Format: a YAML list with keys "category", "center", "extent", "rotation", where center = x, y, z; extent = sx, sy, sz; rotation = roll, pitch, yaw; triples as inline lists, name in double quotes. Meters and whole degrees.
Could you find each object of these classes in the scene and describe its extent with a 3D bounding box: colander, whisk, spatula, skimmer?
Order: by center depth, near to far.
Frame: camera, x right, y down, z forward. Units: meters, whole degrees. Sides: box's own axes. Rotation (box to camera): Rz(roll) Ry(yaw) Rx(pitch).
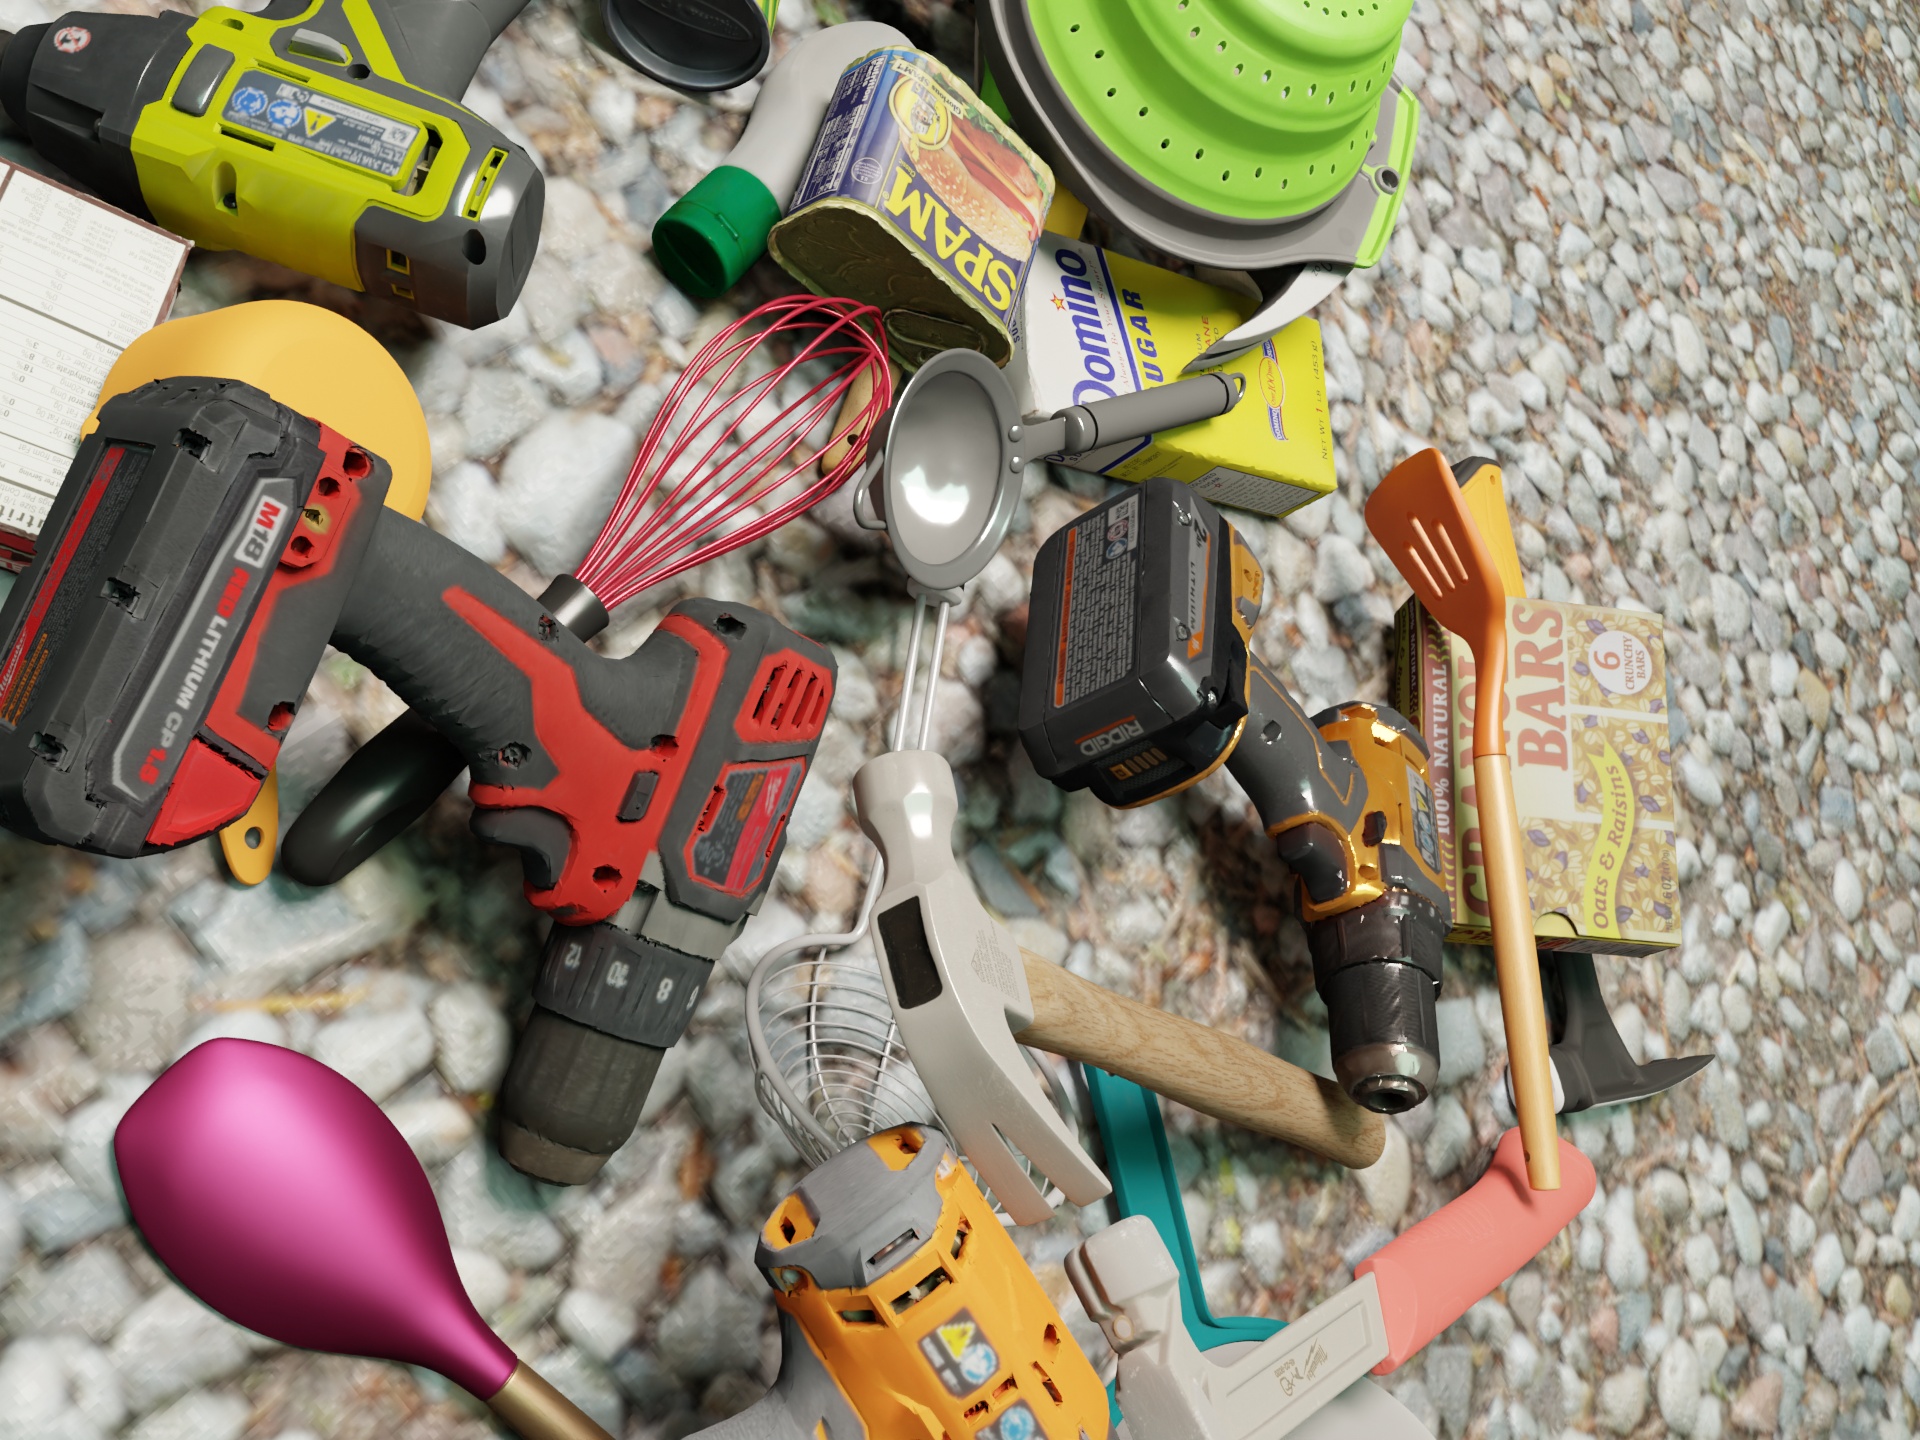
- category: "whisk"
  center: [-0.116, -0.054, 0.544]
  extent: [0.073, 0.073, 0.296]
  rotation: [47, 61, -13]
- category: "skimmer"
  center: [-0.001, -0.002, 0.585]
  extent: [0.127, 0.090, 0.363]
  rotation: [20, 65, -28]
- category: "colander"
  center: [0.045, -0.331, 0.626]
  extent: [0.397, 0.094, 0.205]
  rotation: [26, 67, -17]
- category: "spatula"
  center: [0.229, 0.041, 0.704]
  extent: [0.041, 0.081, 0.323]
  rotation: [-1, 77, -10]

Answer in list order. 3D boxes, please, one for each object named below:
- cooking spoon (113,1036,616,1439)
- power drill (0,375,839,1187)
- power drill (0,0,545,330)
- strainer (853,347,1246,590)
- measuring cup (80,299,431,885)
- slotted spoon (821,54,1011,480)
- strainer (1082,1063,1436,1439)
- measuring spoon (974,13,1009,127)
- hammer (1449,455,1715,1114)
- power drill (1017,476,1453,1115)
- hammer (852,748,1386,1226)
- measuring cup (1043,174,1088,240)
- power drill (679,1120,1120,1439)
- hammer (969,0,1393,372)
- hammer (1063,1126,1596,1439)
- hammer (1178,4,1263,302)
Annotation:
- category: "cooking spoon"
  center: [-0.120, 0.215, 0.481]
  extent: [0.318, 0.017, 0.069]
  rotation: [48, 56, -12]
- category: "power drill"
  center: [-0.147, 0.026, 0.448]
  extent: [0.226, 0.080, 0.188]
  rotation: [28, 80, -44]
- category: "power drill"
  center: [-0.201, -0.251, 0.526]
  extent: [0.171, 0.080, 0.223]
  rotation: [18, 67, -7]
- category: "strainer"
  center: [0.037, -0.111, 0.624]
  extent: [0.258, 0.050, 0.086]
  rotation: [-22, 120, -42]
- category: "measuring cup"
  center: [-0.199, -0.039, 0.472]
  extent: [0.095, 0.052, 0.174]
  rotation: [3, 82, -60]
- category: "slotted spoon"
  center: [-0.001, -0.234, 0.688]
  extent: [0.070, 0.031, 0.314]
  rotation: [28, 67, -19]
- category: "strainer"
  center: [0.117, 0.267, 0.579]
  extent: [0.211, 0.095, 0.340]
  rotation: [-9, 82, -36]
- category: "measuring spoon"
  center: [0.009, -0.311, 0.740]
  extent: [0.034, 0.018, 0.124]
  rotation: [6, 79, -42]
- category: "hammer"
  center: [0.300, 0.026, 0.818]
  extent: [0.127, 0.034, 0.337]
  rotation: [0, 76, -34]
- category: "power drill"
  center: [0.121, 0.035, 0.630]
  extent: [0.226, 0.084, 0.186]
  rotation: [39, 41, -32]
- category: "hammer"
  center: [0.078, 0.122, 0.562]
  extent: [0.331, 0.031, 0.130]
  rotation: [32, 38, -48]
- category: "measuring cup"
  center: [0.060, -0.276, 0.755]
  extent: [0.062, 0.029, 0.156]
  rotation: [17, 78, -1]
- category: "power drill"
  center: [-0.058, 0.239, 0.429]
  extent: [0.226, 0.084, 0.164]
  rotation: [-34, 98, -13]
- category: "hammer"
  center: [0.038, -0.293, 0.686]
  extent: [0.334, 0.035, 0.146]
  rotation: [39, 65, -11]
- category: "hammer"
  center: [0.176, 0.222, 0.598]
  extent: [0.359, 0.036, 0.149]
  rotation: [1, 54, -52]
- category: "hammer"
  center: [0.126, -0.392, 0.830]
  extent: [0.146, 0.038, 0.411]
  rotation: [-1, 76, -36]
